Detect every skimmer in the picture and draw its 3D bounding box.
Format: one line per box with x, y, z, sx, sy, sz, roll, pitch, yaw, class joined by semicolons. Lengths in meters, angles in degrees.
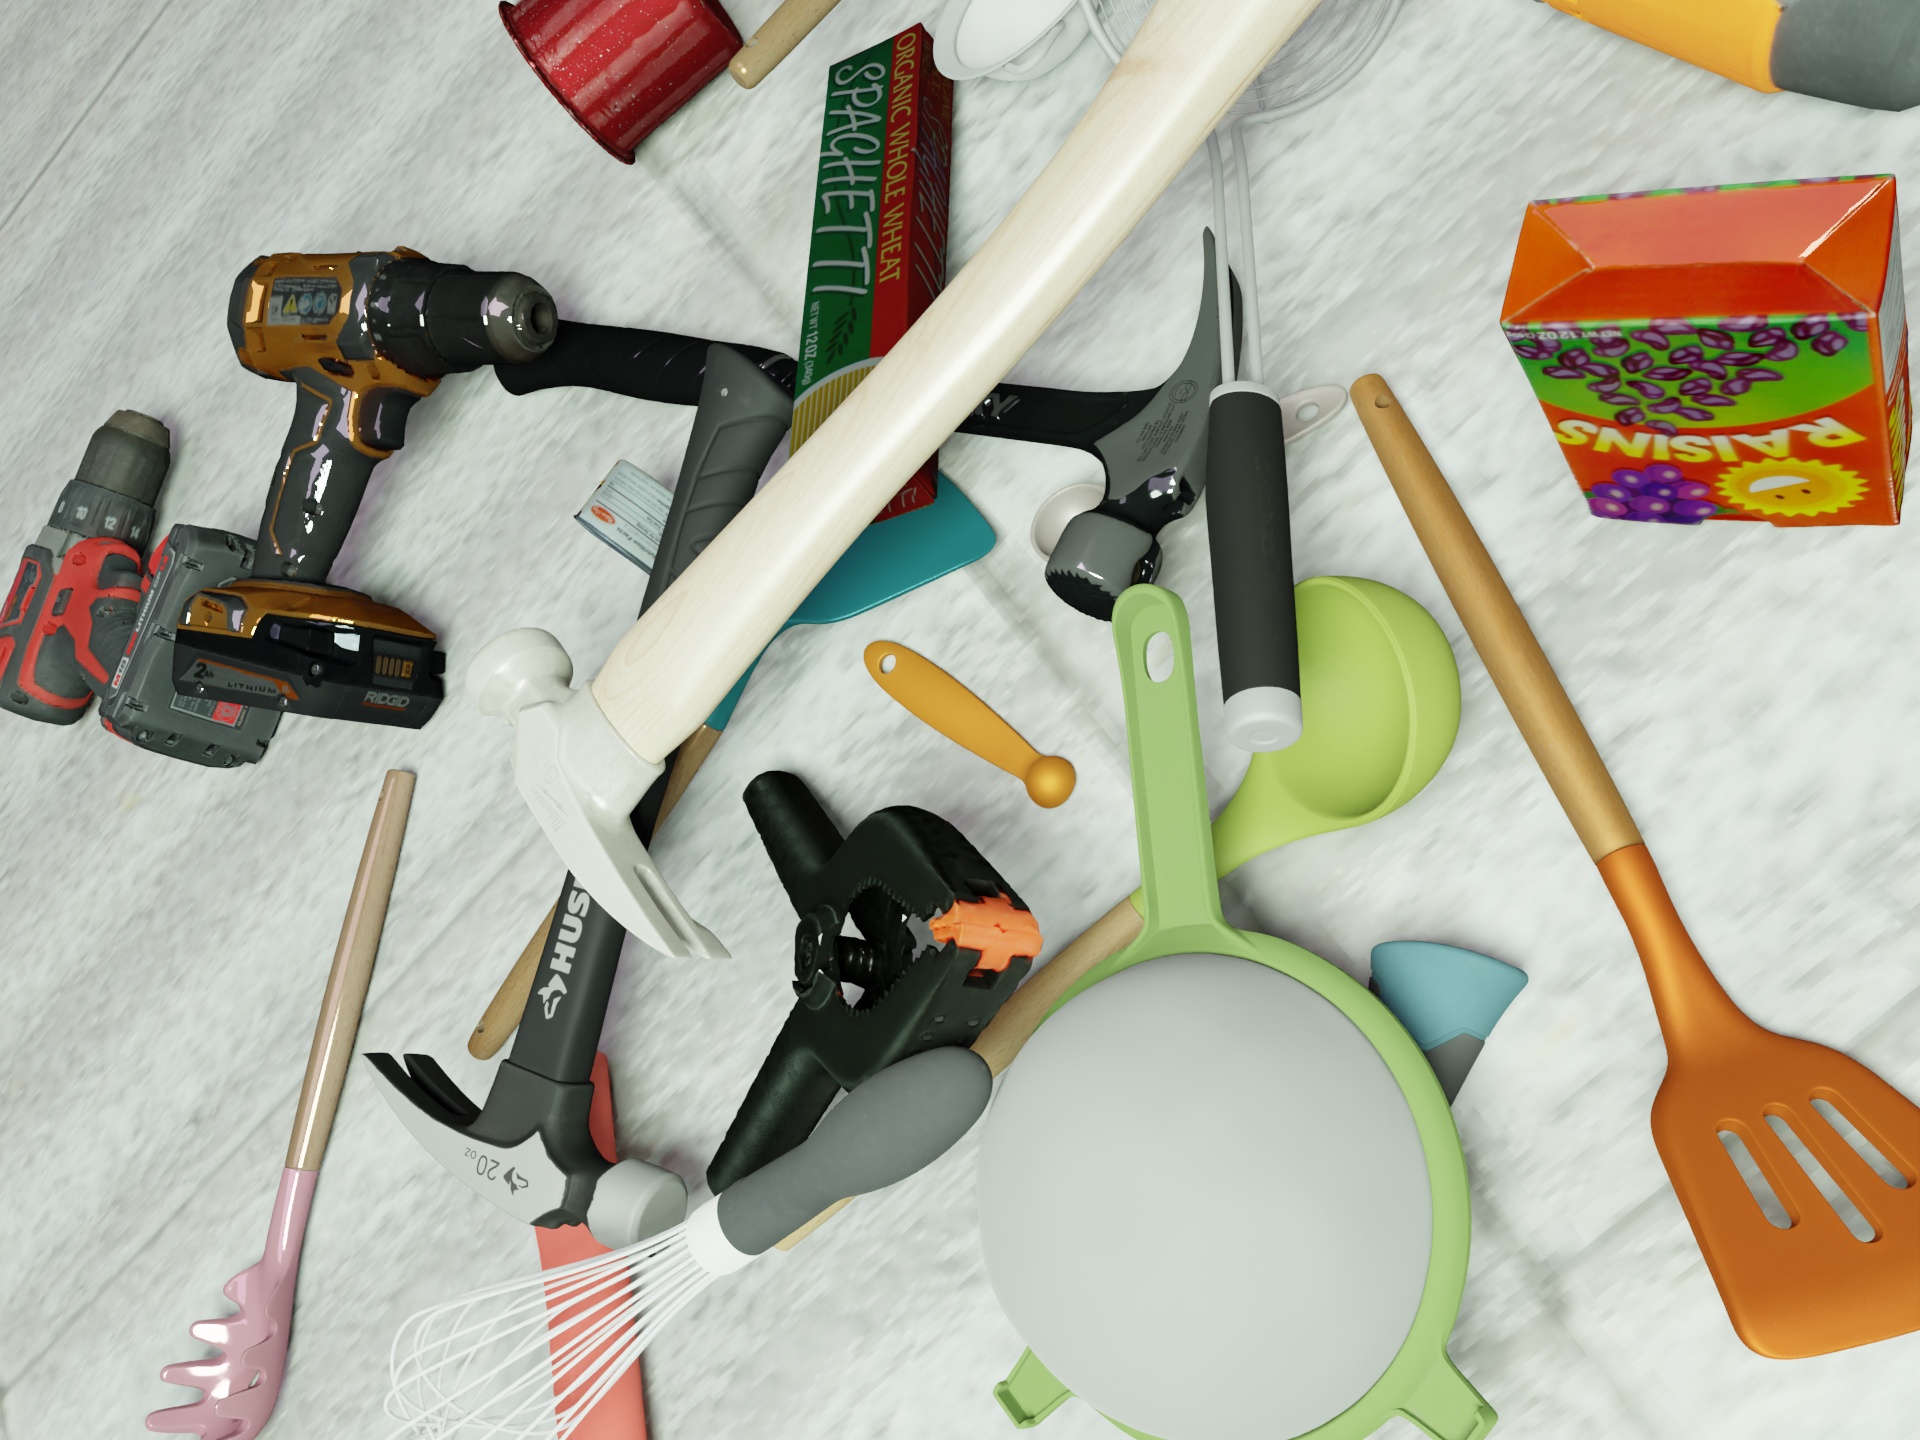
0.097;-0.168;0.514;0.127;0.090;0.364;6;61;-6;skimmer

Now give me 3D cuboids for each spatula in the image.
-0.109;0.024;0.655;0.317;0.044;0.082;-53;47;14;spatula
0.182;0.014;0.461;0.081;0.041;0.323;-19;61;0;spatula

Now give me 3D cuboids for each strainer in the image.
0.053;0.080;0.449;0.151;0.069;0.256;-13;74;34;strainer
0.015;-0.349;0.689;0.087;0.050;0.259;-30;55;25;strainer

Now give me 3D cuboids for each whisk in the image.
-0.095;0.176;0.504;0.284;0.070;0.070;-38;58;26;whisk

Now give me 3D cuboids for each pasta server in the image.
-0.298;0.174;0.719;0.060;0.040;0.316;-3;71;43;pasta server

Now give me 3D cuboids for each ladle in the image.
0.035;0.077;0.527;0.320;0.062;0.078;-44;47;16;ladle

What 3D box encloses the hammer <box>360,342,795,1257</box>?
-0.128;0.017;0.607;0.146;0.035;0.335;12;84;29;hammer

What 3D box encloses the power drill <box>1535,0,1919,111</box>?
0.297;-0.290;0.467;0.164;0.084;0.226;44;104;34;power drill

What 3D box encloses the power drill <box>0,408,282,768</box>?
-0.448;-0.076;0.877;0.227;0.080;0.188;13;82;38;power drill

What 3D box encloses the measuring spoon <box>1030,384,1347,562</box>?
0.083;-0.087;0.577;0.124;0.018;0.034;-24;53;17;measuring spoon

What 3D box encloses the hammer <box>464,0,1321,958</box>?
-0.005;-0.103;0.512;0.410;0.038;0.146;-47;64;16;hammer

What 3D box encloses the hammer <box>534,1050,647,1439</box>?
-0.116;0.293;0.564;0.149;0.036;0.359;-24;63;24;hammer

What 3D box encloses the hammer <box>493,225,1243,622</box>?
-0.066;-0.145;0.669;0.409;0.036;0.149;16;72;38;hammer

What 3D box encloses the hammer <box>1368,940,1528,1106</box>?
0.072;0.212;0.471;0.128;0.033;0.331;28;90;37;hammer

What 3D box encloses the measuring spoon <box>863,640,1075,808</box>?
-0.001;-0.002;0.601;0.117;0.011;0.021;36;95;36;measuring spoon

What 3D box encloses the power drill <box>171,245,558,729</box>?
-0.279;-0.113;0.754;0.185;0.084;0.226;7;88;28;power drill

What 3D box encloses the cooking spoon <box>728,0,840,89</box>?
0.011;-0.385;0.678;0.319;0.017;0.069;-49;52;-7;cooking spoon
